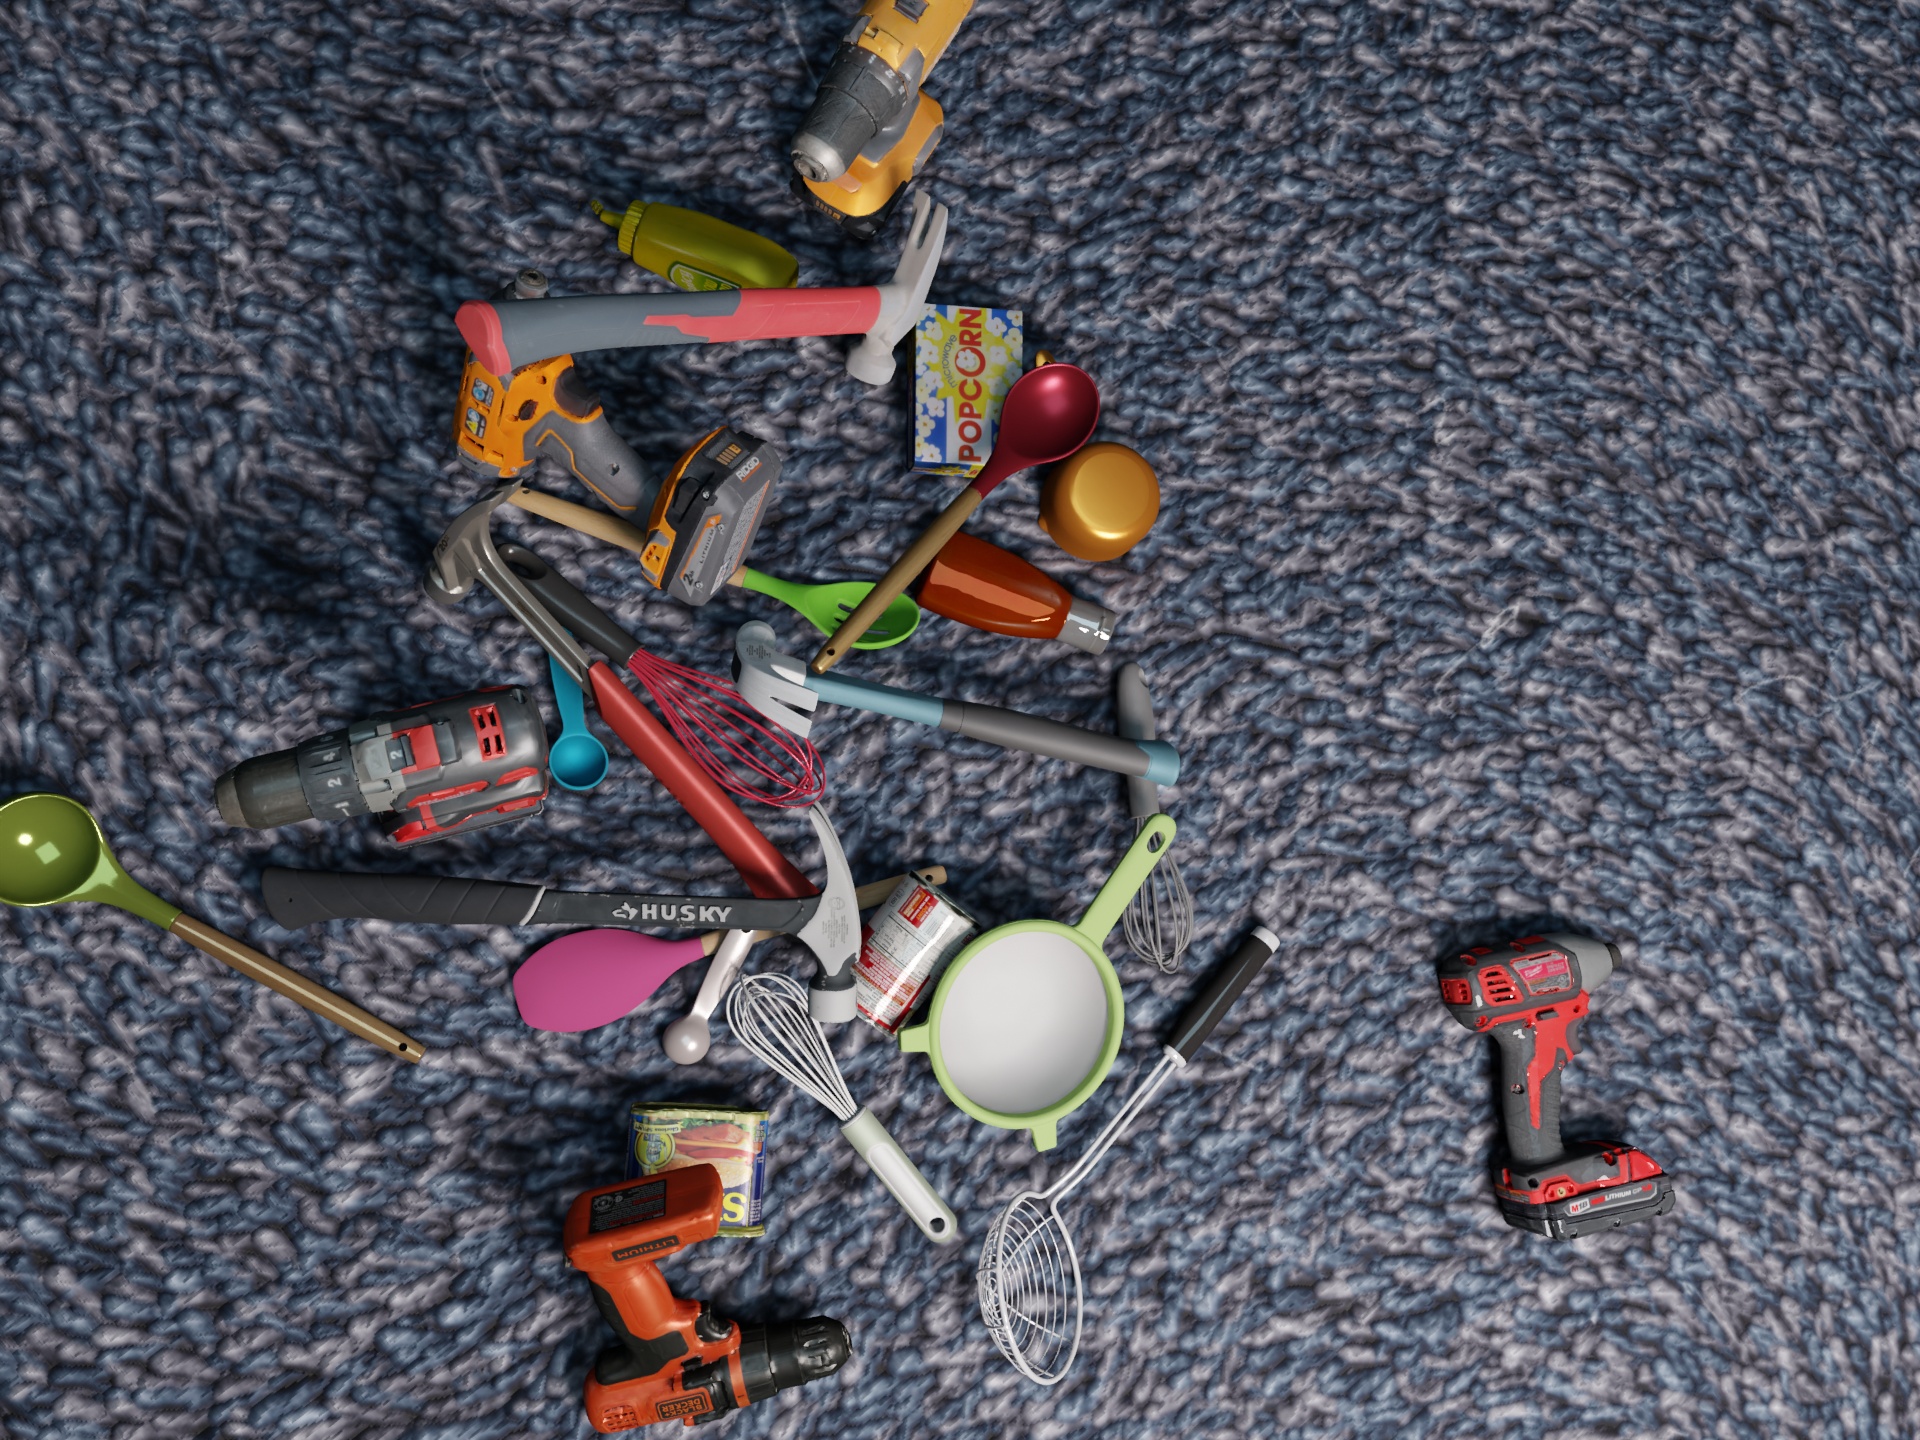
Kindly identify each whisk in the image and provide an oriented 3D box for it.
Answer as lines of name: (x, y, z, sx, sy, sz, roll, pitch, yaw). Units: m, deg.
whisk: (-0.218, -0.034, 1.142, 0.296, 0.073, 0.073, 37, 78, 1)
whisk: (-0.082, 0.278, 1.137, 0.058, 0.059, 0.246, -38, 96, 0)
whisk: (0.142, 0.072, 1.205, 0.055, 0.055, 0.239, -3, 80, -11)

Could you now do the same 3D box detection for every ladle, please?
ladle: (-0.004, -0.146, 1.149, 0.069, 0.031, 0.315, 40, 68, 1)
ladle: (-0.505, 0.149, 1.066, 0.320, 0.062, 0.078, 32, 79, -9)

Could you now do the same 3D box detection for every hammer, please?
hammer: (-0.154, -0.279, 1.041, 0.038, 0.143, 0.386, 40, 34, 23)
hammer: (-0.220, 0.000, 1.093, 0.359, 0.149, 0.037, 49, 51, -9)
hammer: (-0.271, 0.122, 1.080, 0.409, 0.036, 0.149, 2, 100, 2)
hammer: (-0.002, -0.004, 1.145, 0.331, 0.128, 0.033, 13, 111, -10)

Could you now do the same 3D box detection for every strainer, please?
strainer: (0.068, 0.170, 1.159, 0.151, 0.069, 0.256, 40, 79, -19)

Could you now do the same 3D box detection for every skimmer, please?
skimmer: (0.138, 0.303, 1.154, 0.363, 0.090, 0.127, -48, 128, -15)

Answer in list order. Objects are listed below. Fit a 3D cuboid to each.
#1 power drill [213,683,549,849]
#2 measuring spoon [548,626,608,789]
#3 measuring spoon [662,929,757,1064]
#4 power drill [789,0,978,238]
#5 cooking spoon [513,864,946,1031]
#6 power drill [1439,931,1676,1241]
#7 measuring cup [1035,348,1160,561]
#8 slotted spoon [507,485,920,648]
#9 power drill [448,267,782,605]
power drill: (-0.356, 0.034, 1.018, 0.188, 0.226, 0.080, -14, 87, -12)
measuring spoon: (-0.283, -0.010, 1.149, 0.042, 0.021, 0.129, -5, 75, -25)
measuring spoon: (-0.174, 0.190, 1.131, 0.034, 0.018, 0.124, 27, 90, -18)
power drill: (-0.066, -0.424, 1.126, 0.084, 0.226, 0.185, 32, 79, -6)
cooking spoon: (-0.162, 0.155, 1.149, 0.319, 0.017, 0.069, -16, 90, -12)
power drill: (0.464, 0.275, 1.229, 0.143, 0.078, 0.220, -10, 83, -12)
measuring cup: (0.095, -0.210, 1.221, 0.095, 0.052, 0.173, -19, 90, -12)
slotted spoon: (-0.182, -0.115, 1.169, 0.313, 0.031, 0.070, 19, 46, -5)
power drill: (-0.240, -0.197, 1.089, 0.226, 0.164, 0.084, 33, 46, 2)
